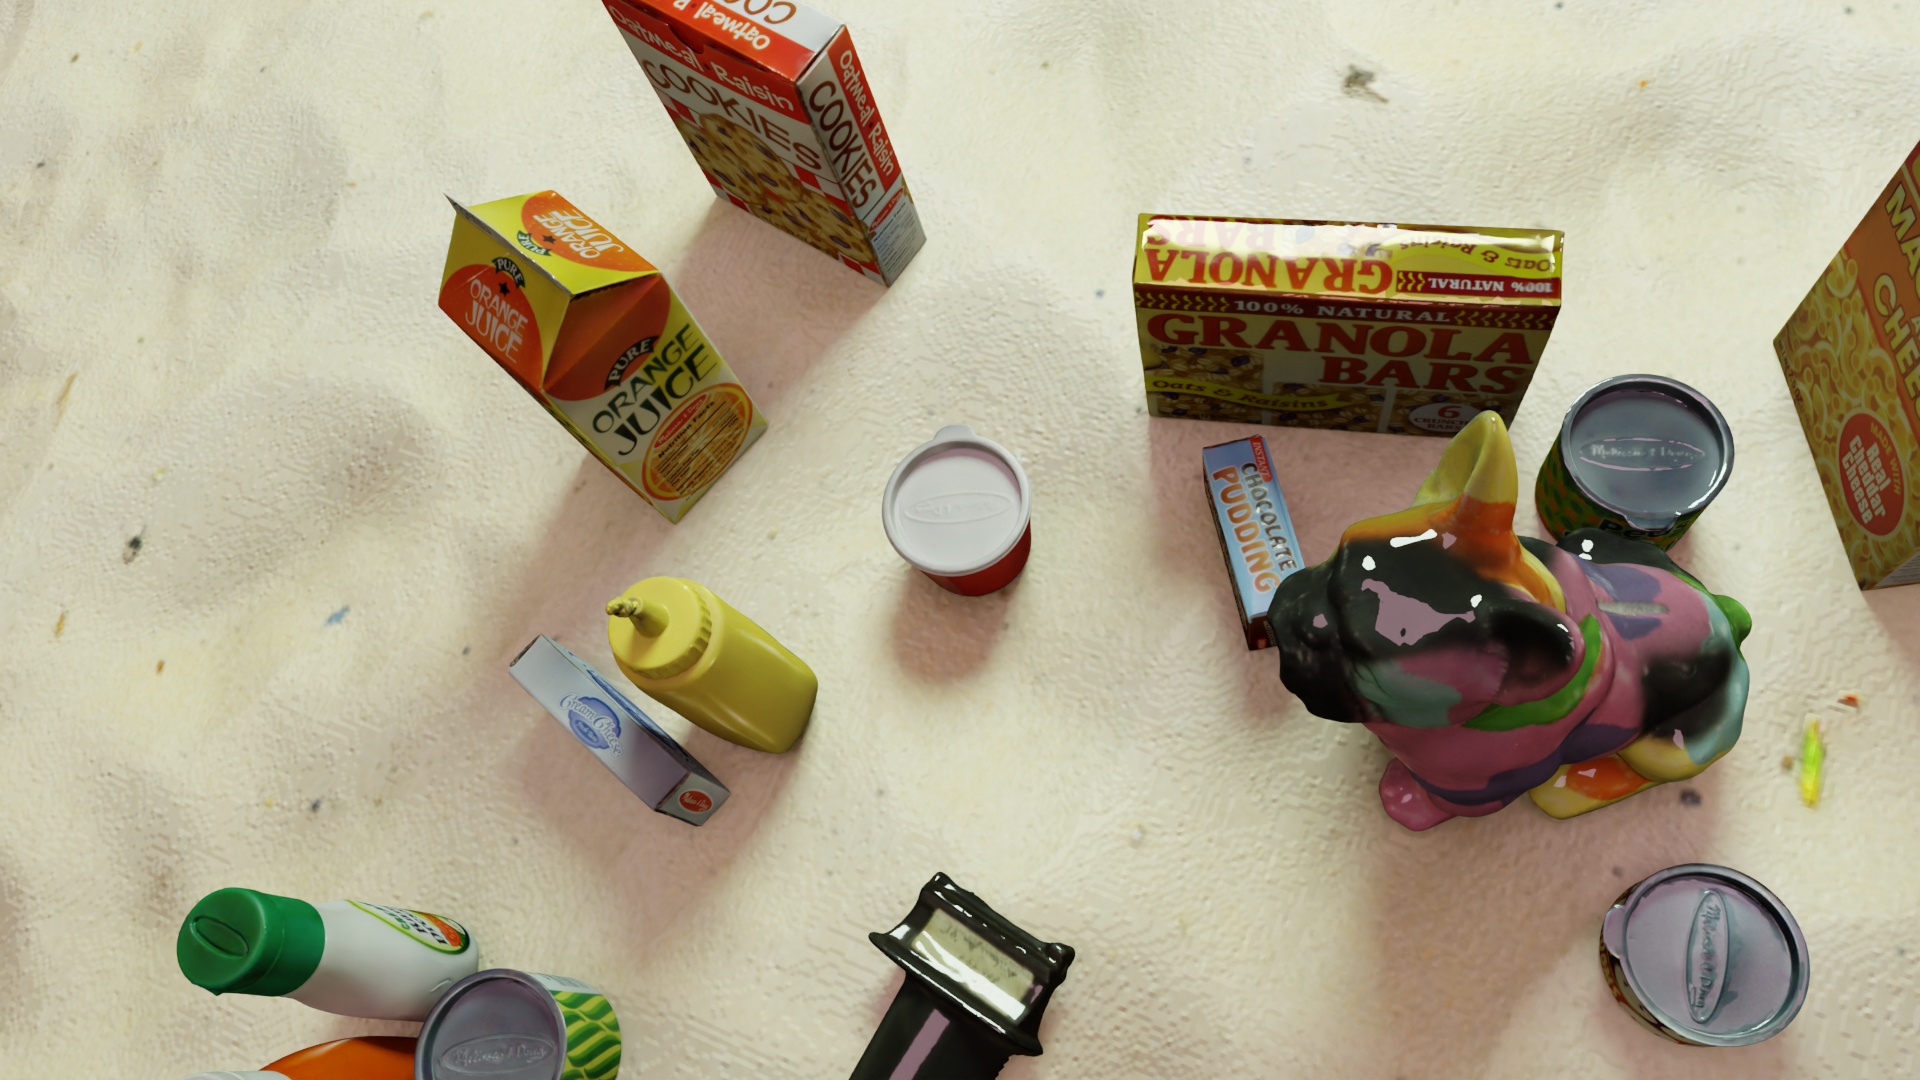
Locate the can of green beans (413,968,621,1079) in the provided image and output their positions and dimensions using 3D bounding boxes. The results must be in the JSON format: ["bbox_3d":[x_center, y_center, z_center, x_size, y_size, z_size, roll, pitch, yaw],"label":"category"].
[{"bbox_3d":[-0.185,0.217,0.586,0.071,0.057,0.071,-4,68,10],"label":"can of green beans"}]

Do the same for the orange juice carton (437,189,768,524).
[{"bbox_3d":[-0.162,-0.086,0.627,0.072,0.192,0.073,38,81,21],"label":"orange juice carton"}]

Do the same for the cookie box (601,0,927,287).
[{"bbox_3d":[-0.092,-0.203,0.673,0.123,0.167,0.040,32,78,20],"label":"cookie box"}]

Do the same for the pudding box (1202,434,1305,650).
[{"bbox_3d":[0.131,0.001,0.613,0.030,0.049,0.084,-14,67,6],"label":"pudding box"}]

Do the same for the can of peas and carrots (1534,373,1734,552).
[{"bbox_3d":[0.284,-0.026,0.589,0.071,0.058,0.071,-4,68,10],"label":"can of peas and carrots"}]

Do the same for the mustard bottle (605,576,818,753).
[{"bbox_3d":[-0.108,0.049,0.581,0.065,0.159,0.049,19,74,17],"label":"mustard bottle"}]

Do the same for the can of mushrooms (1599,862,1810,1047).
[{"bbox_3d":[0.280,0.158,0.531,0.071,0.033,0.071,-4,68,10],"label":"can of mushrooms"}]

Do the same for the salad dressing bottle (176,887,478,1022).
[{"bbox_3d":[-0.254,0.170,0.569,0.064,0.147,0.044,21,75,18],"label":"salad dressing bottle"}]

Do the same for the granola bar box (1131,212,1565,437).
[{"bbox_3d":[0.161,-0.089,0.602,0.165,0.124,0.039,5,71,13],"label":"granola bar box"}]

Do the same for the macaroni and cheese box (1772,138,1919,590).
[{"bbox_3d":[0.376,-0.067,0.529,0.040,0.166,0.124,-9,68,8],"label":"macaroni and cheese box"}]

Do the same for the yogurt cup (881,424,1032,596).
[{"bbox_3d":[0.002,-0.008,0.640,0.072,0.053,0.072,-4,68,10],"label":"yogurt cup"}]

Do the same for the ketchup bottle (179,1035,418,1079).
[{"bbox_3d":[-0.250,0.227,0.545,0.043,0.148,0.065,-29,67,-1],"label":"ketchup bottle"}]

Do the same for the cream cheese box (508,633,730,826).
[{"bbox_3d":[-0.155,0.088,0.633,0.104,0.053,0.024,37,80,21],"label":"cream cheese box"}]
